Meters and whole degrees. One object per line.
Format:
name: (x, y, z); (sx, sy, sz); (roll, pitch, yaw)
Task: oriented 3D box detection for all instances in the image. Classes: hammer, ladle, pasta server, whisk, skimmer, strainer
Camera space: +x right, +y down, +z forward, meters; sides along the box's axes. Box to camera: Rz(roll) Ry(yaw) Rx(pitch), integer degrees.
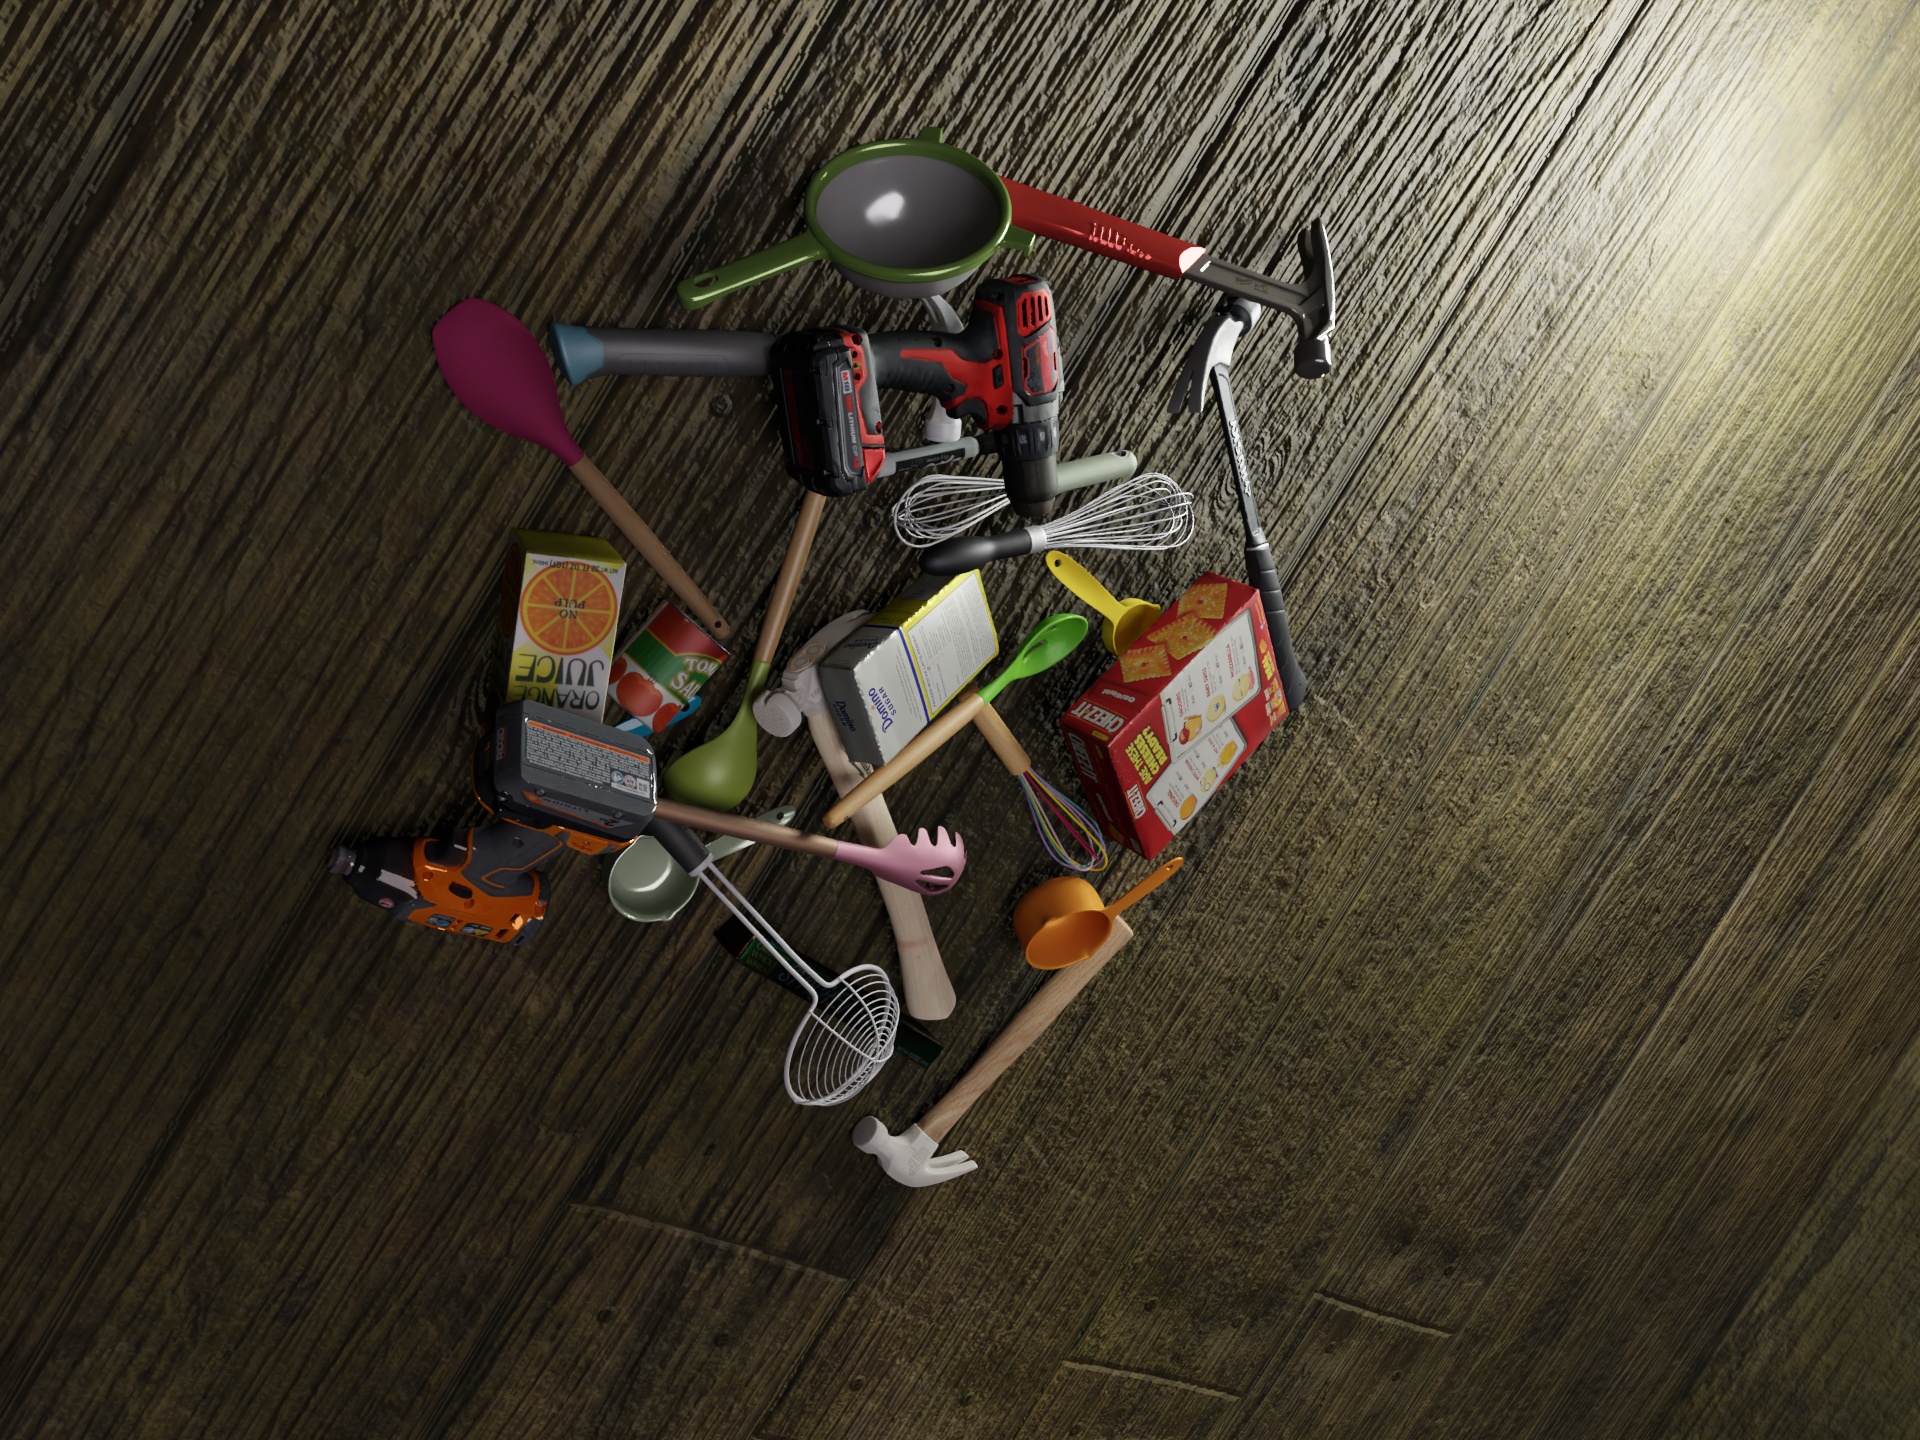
hammer: (0.265, -0.171, 1.445); (0.149, 0.036, 0.408); (-55, 137, -38)
ladle: (-0.158, -0.075, 1.258); (0.078, 0.062, 0.320); (14, 95, -56)
hammer: (0.156, -0.389, 1.292); (0.358, 0.036, 0.149); (10, 69, -26)
pasta server: (-0.127, 0.092, 1.262); (0.316, 0.040, 0.060); (16, 115, -29)
whisk: (0.069, 0.056, 1.442); (0.051, 0.047, 0.244); (-41, 122, -8)
whisk: (0.049, -0.192, 1.325); (0.246, 0.058, 0.059); (-18, 123, -29)
skimmer: (-0.179, 0.162, 1.277); (0.363, 0.090, 0.127); (50, 62, -14)
hammer: (-0.063, 0.101, 1.372); (0.146, 0.038, 0.410); (-49, 136, -36)
hammer: (0.048, 0.318, 1.544); (0.331, 0.031, 0.129); (-46, 125, -7)
hammer: (-0.140, -0.271, 1.186); (0.331, 0.033, 0.128); (-6, 113, -29)
whisk: (0.086, -0.156, 1.336); (0.284, 0.070, 0.070); (-16, 117, -31)
strainer: (-0.084, -0.331, 1.150); (0.256, 0.152, 0.069); (-26, 152, -17)

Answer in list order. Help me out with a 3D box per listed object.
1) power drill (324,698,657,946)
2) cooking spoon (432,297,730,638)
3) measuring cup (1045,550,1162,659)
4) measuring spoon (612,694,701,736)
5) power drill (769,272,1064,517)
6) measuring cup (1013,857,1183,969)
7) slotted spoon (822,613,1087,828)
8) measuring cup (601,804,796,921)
power drill: (-0.337, 0.080, 1.135); (0.164, 0.084, 0.226); (21, 135, -36)
cooking spoon: (-0.265, -0.172, 1.162); (0.069, 0.017, 0.318); (-46, 126, -12)
measuring cup: (0.122, -0.108, 1.416); (0.156, 0.029, 0.062); (37, 89, -34)
measuring spoon: (-0.258, 0.012, 1.239); (0.128, 0.021, 0.042); (-26, 121, -17)
power drill: (-0.019, -0.229, 1.207); (0.226, 0.080, 0.187); (-19, 115, -27)
measuring cup: (0.126, 0.163, 1.485); (0.173, 0.052, 0.095); (-36, 140, 9)
slotted spoon: (-0.002, -0.004, 1.332); (0.314, 0.031, 0.070); (-39, 158, -32)
measuring cup: (-0.214, 0.102, 1.296); (0.167, 0.038, 0.083); (-26, 121, -22)
